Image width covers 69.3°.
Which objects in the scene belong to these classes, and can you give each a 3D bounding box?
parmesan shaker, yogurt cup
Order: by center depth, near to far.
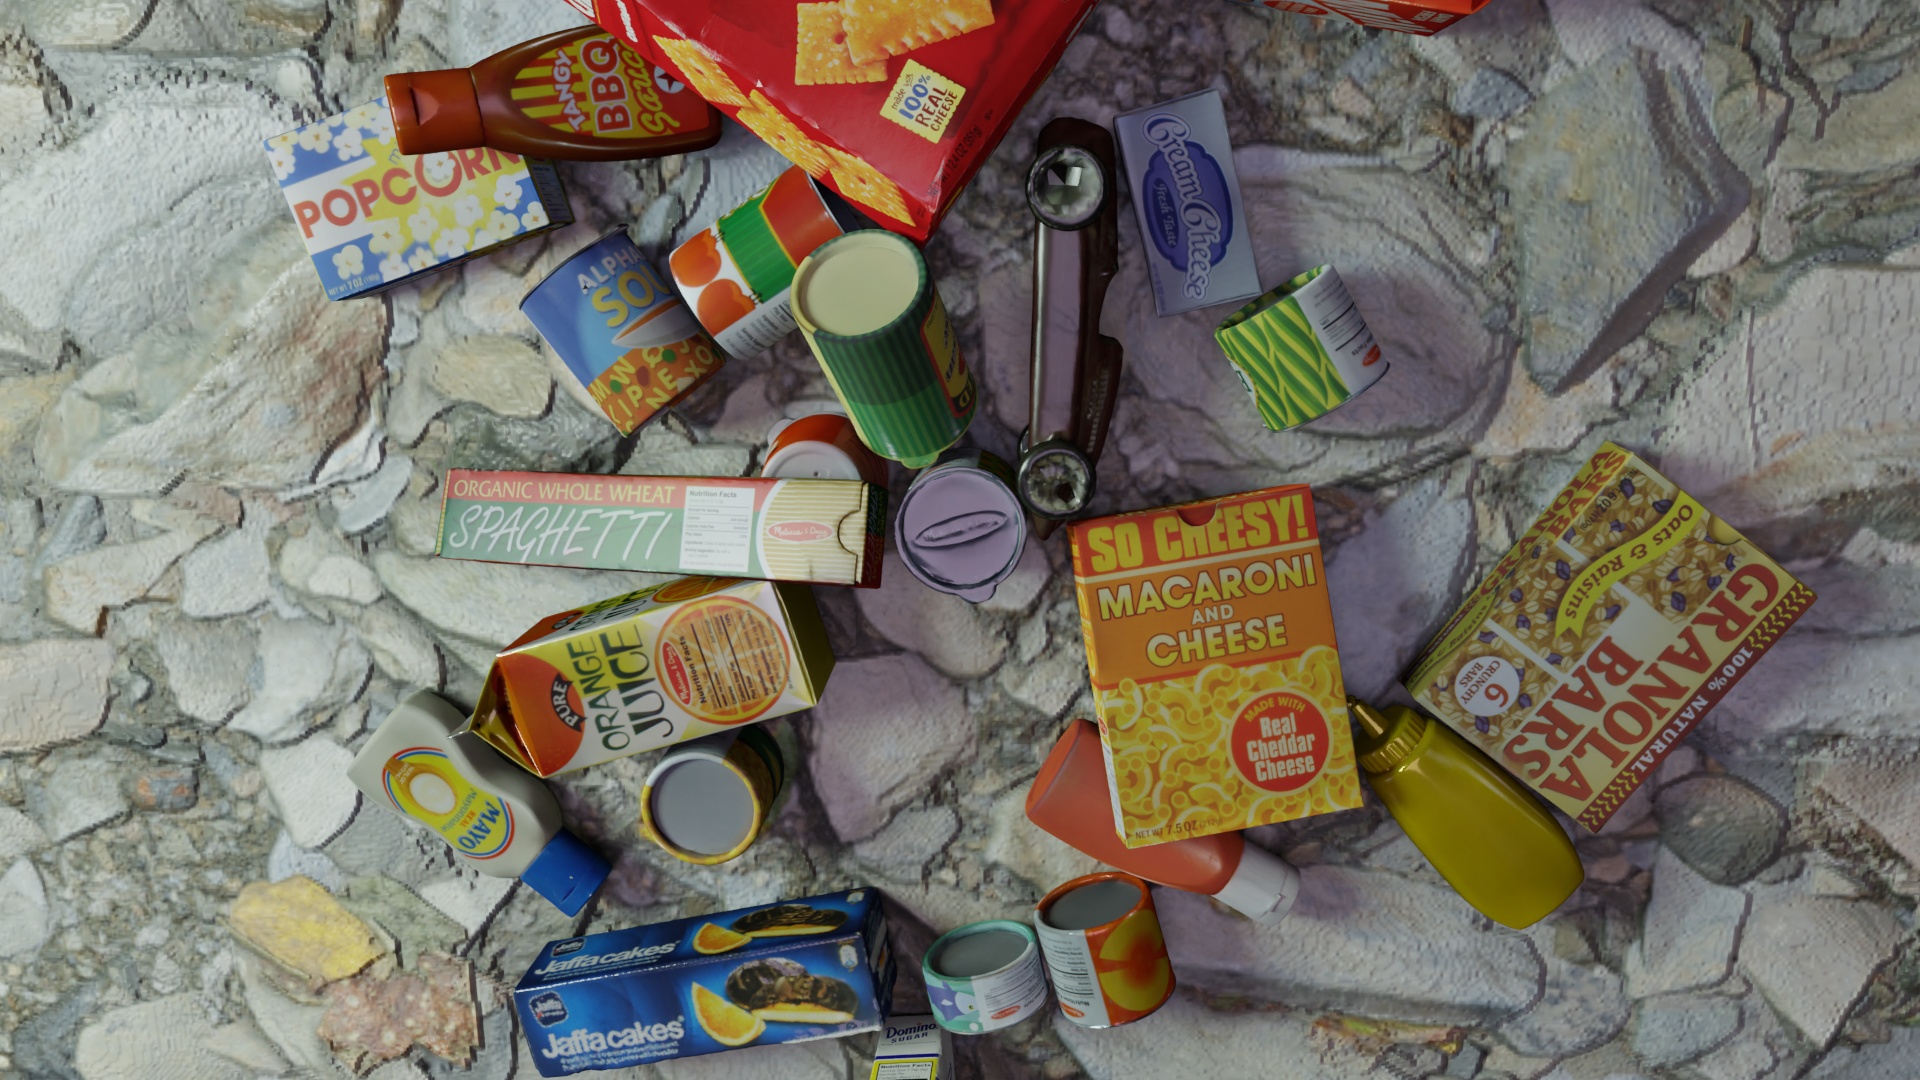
[{"bbox_3d":[-0.034,-0.090,0.665,0.071,0.102,0.071,-6,62,11],"label":"parmesan shaker"},{"bbox_3d":[-0.072,-0.029,0.717,0.072,0.054,0.072,1,103,3],"label":"yogurt cup"}]

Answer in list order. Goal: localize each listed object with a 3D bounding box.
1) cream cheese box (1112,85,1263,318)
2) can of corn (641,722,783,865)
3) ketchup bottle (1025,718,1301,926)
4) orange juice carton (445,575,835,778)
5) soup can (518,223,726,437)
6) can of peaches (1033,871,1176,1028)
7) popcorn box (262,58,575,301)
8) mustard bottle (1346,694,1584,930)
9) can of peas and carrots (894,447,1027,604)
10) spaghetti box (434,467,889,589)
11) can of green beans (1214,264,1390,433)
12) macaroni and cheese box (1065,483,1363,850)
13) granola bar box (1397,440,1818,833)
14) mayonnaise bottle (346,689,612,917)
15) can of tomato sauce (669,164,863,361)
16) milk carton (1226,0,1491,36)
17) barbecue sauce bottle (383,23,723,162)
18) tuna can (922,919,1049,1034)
[{"bbox_3d":[0.113,-0.166,0.690,0.053,0.024,0.103,-14,101,6],"label":"cream cheese box"},{"bbox_3d":[-0.133,0.137,0.755,0.071,0.058,0.071,1,103,4],"label":"can of corn"},{"bbox_3d":[0.112,0.158,0.753,0.149,0.043,0.064,30,99,-4],"label":"ketchup bottle"},{"bbox_3d":[-0.171,0.069,0.735,0.193,0.072,0.073,-16,101,6],"label":"orange juice carton"},{"bbox_3d":[-0.167,-0.105,0.698,0.071,0.071,0.083,-36,99,10],"label":"soup can"},{"bbox_3d":[0.080,0.221,0.759,0.071,0.071,0.058,-16,101,7],"label":"can of peaches"},{"bbox_3d":[-0.273,-0.181,0.703,0.127,0.038,0.085,-17,100,7],"label":"popcorn box"},{"bbox_3d":[0.257,0.133,0.736,0.065,0.049,0.160,-44,96,12],"label":"mustard bottle"},{"bbox_3d":[0.003,-0.009,0.714,0.071,0.059,0.070,1,104,3],"label":"can of peas and carrots"},{"bbox_3d":[-0.154,-0.008,0.694,0.250,0.028,0.050,3,84,22],"label":"spaghetti box"},{"bbox_3d":[0.167,-0.094,0.682,0.071,0.071,0.057,-31,99,10],"label":"can of green beans"},{"bbox_3d":[0.129,0.062,0.709,0.124,0.040,0.166,-10,91,-3],"label":"macaroni and cheese box"},{"bbox_3d":[0.332,0.051,0.718,0.124,0.039,0.165,36,102,-5],"label":"granola bar box"},{"bbox_3d":[-0.263,0.151,0.774,0.148,0.041,0.064,39,100,-5],"label":"mayonnaise bottle"},{"bbox_3d":[-0.092,-0.140,0.688,0.083,0.071,0.071,-32,99,10],"label":"can of tomato sauce"},{"bbox_3d":[0.180,-0.281,0.637,0.191,0.072,0.073,11,103,1],"label":"milk carton"},{"bbox_3d":[-0.192,-0.210,0.660,0.149,0.043,0.064,-13,99,-19],"label":"barbecue sauce bottle"},{"bbox_3d":[0.012,0.239,0.767,0.071,0.071,0.032,-12,101,6],"label":"tuna can"}]
